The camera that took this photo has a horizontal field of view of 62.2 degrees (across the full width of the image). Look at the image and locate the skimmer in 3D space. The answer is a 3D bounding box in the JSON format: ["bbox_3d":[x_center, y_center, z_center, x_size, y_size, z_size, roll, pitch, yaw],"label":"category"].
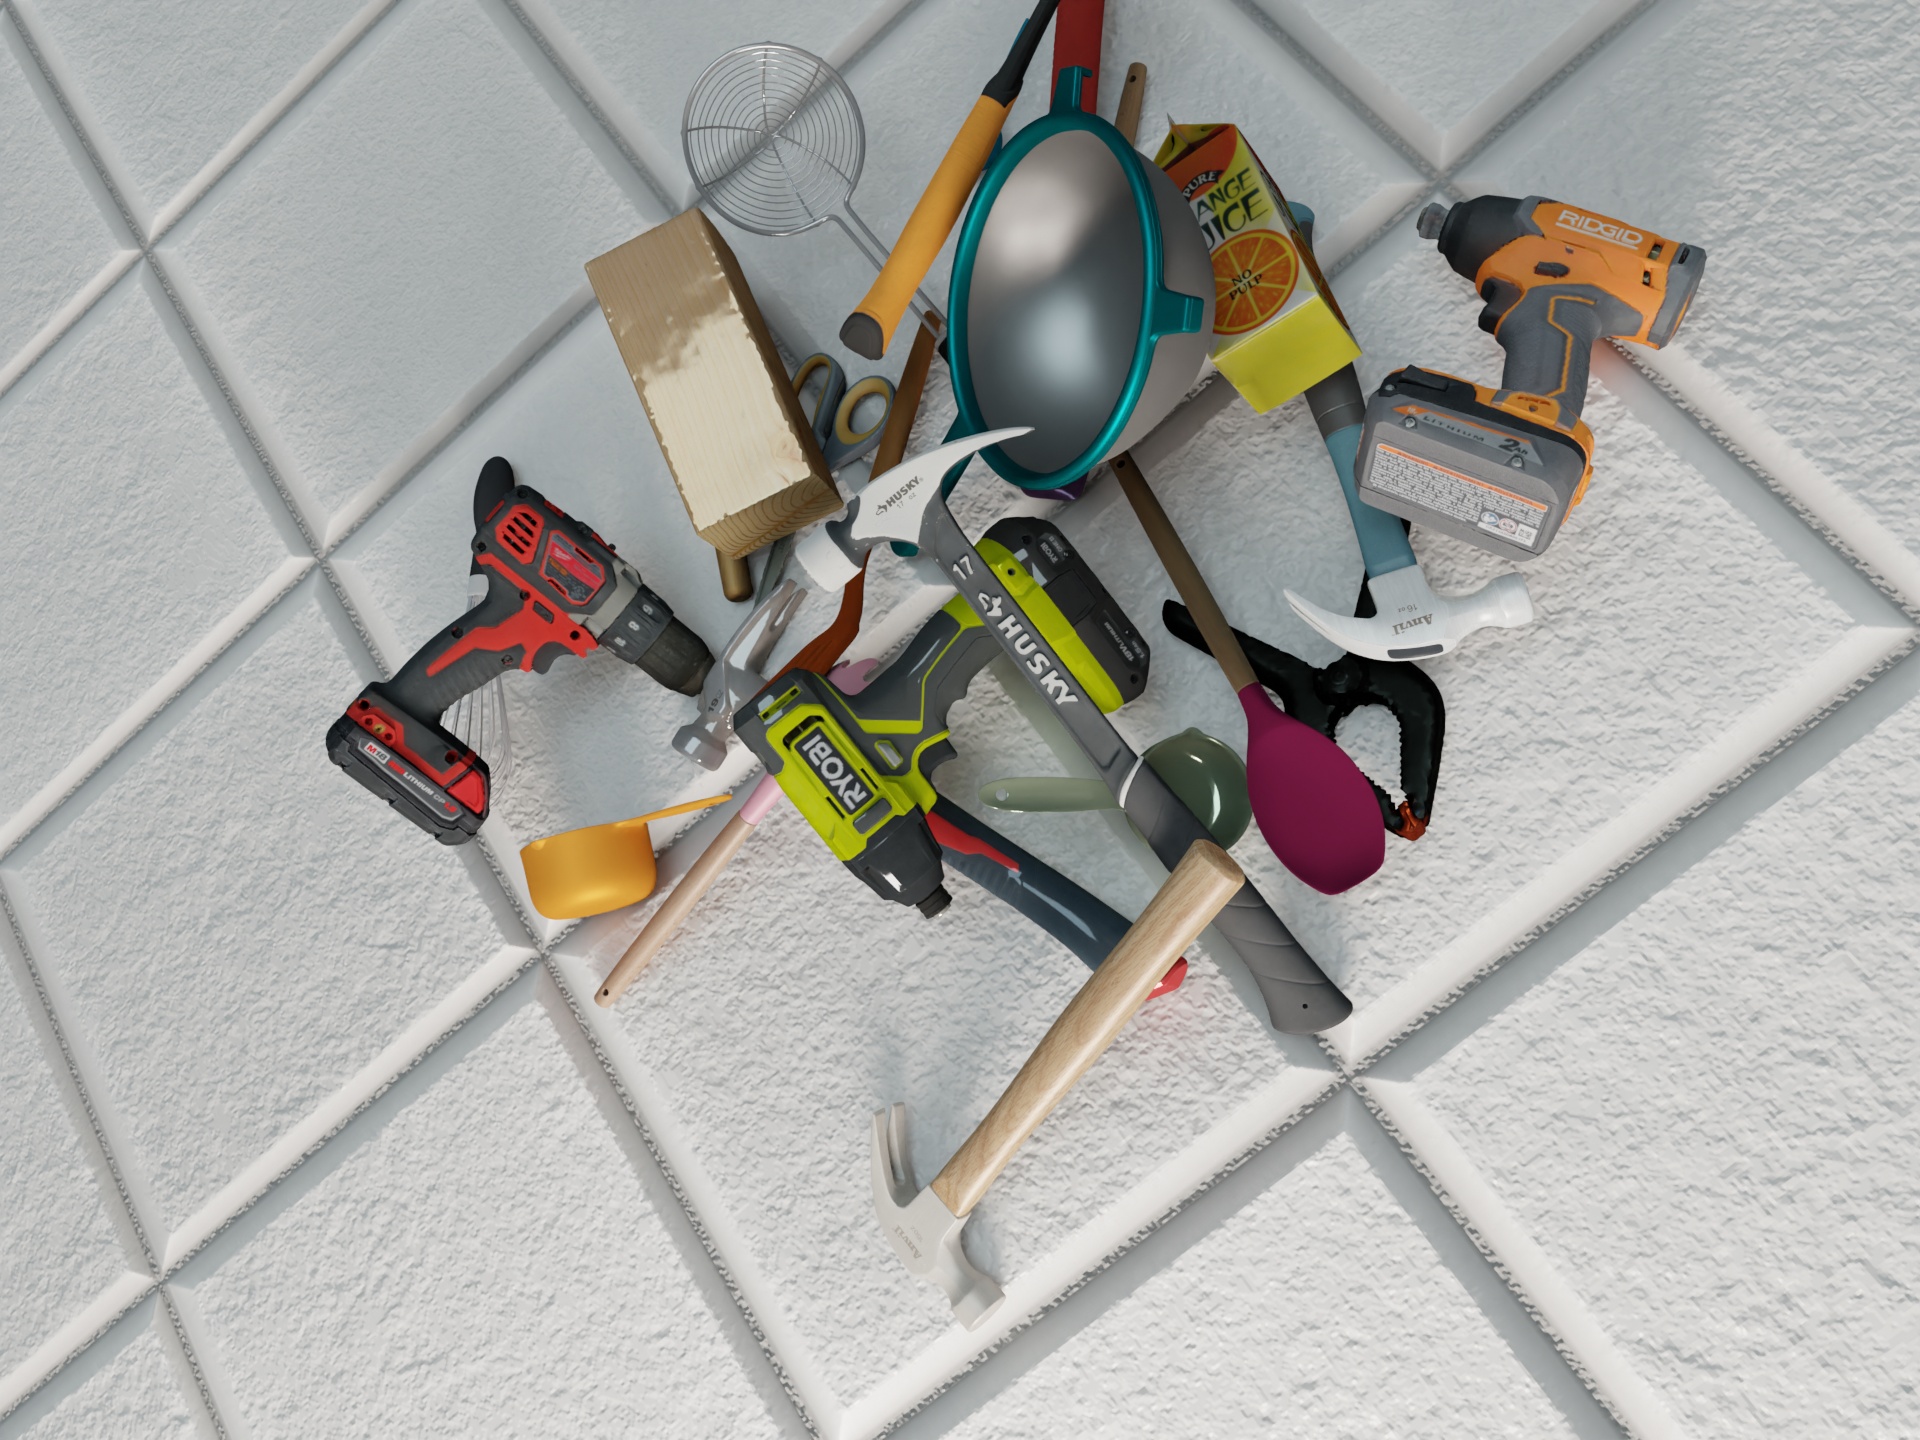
[{"bbox_3d":[-0.054,-0.309,1.077,0.127,0.090,0.363,-42,71,11],"label":"skimmer"}]

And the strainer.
[{"bbox_3d":[0.057,-0.207,0.981,0.340,0.095,0.211,-52,50,49],"label":"strainer"}]

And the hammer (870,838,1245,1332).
[{"bbox_3d":[0.053,0.200,0.925,0.130,0.031,0.331,44,112,24],"label":"hammer"}]

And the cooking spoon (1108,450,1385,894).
[{"bbox_3d":[0.162,-0.040,0.960,0.068,0.017,0.319,-34,66,21],"label":"cooking spoon"}]

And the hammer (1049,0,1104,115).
[{"bbox_3d":[0.087,-0.446,1.096,0.149,0.036,0.359,-5,73,37],"label":"hammer"}]

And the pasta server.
[{"bbox_3d":[-0.150,0.082,1.051,0.060,0.040,0.316,47,112,18],"label":"pasta server"}]

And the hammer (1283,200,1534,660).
[{"bbox_3d":[0.234,-0.186,0.972,0.128,0.033,0.331,-18,64,16],"label":"hammer"}]

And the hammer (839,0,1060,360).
[{"bbox_3d":[0.016,-0.386,1.030,0.034,0.127,0.337,30,94,1],"label":"hammer"}]

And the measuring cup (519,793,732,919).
[{"bbox_3d":[-0.216,0.093,1.062,0.173,0.095,0.052,-18,80,29],"label":"measuring cup"}]

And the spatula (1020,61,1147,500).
[{"bbox_3d":[0.089,-0.302,1.084,0.060,0.018,0.316,10,82,24],"label":"spatula"}]

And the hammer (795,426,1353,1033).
[{"bbox_3d":[0.089,0.015,0.905,0.149,0.036,0.409,-38,95,12],"label":"hammer"}]

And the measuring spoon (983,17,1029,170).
[{"bbox_3d":[0.033,-0.446,1.138,0.021,0.042,0.129,24,77,-13],"label":"measuring spoon"}]

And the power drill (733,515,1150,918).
[{"bbox_3d":[-0.002,-0.003,0.967,0.223,0.080,0.171,-40,97,-11],"label":"power drill"}]

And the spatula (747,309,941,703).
[{"bbox_3d":[-0.067,-0.144,1.068,0.081,0.041,0.323,-12,57,53],"label":"spatula"}]

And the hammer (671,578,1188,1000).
[{"bbox_3d":[-0.012,0.051,1.031,0.386,0.038,0.143,32,89,24],"label":"hammer"}]

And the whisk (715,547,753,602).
[{"bbox_3d":[-0.178,-0.203,1.155,0.051,0.047,0.245,-18,76,25],"label":"whisk"}]

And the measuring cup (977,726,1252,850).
[{"bbox_3d":[0.091,0.046,0.955,0.167,0.038,0.083,1,83,-8],"label":"measuring cup"}]

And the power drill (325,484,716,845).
[{"bbox_3d":[-0.297,-0.022,1.090,0.187,0.080,0.227,40,85,-16],"label":"power drill"}]

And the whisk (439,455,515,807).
[{"bbox_3d":[-0.360,-0.068,1.185,0.070,0.070,0.285,-6,71,20],"label":"whisk"}]

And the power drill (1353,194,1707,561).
[{"bbox_3d":[0.309,-0.212,0.908,0.164,0.084,0.226,26,63,18],"label":"power drill"}]
